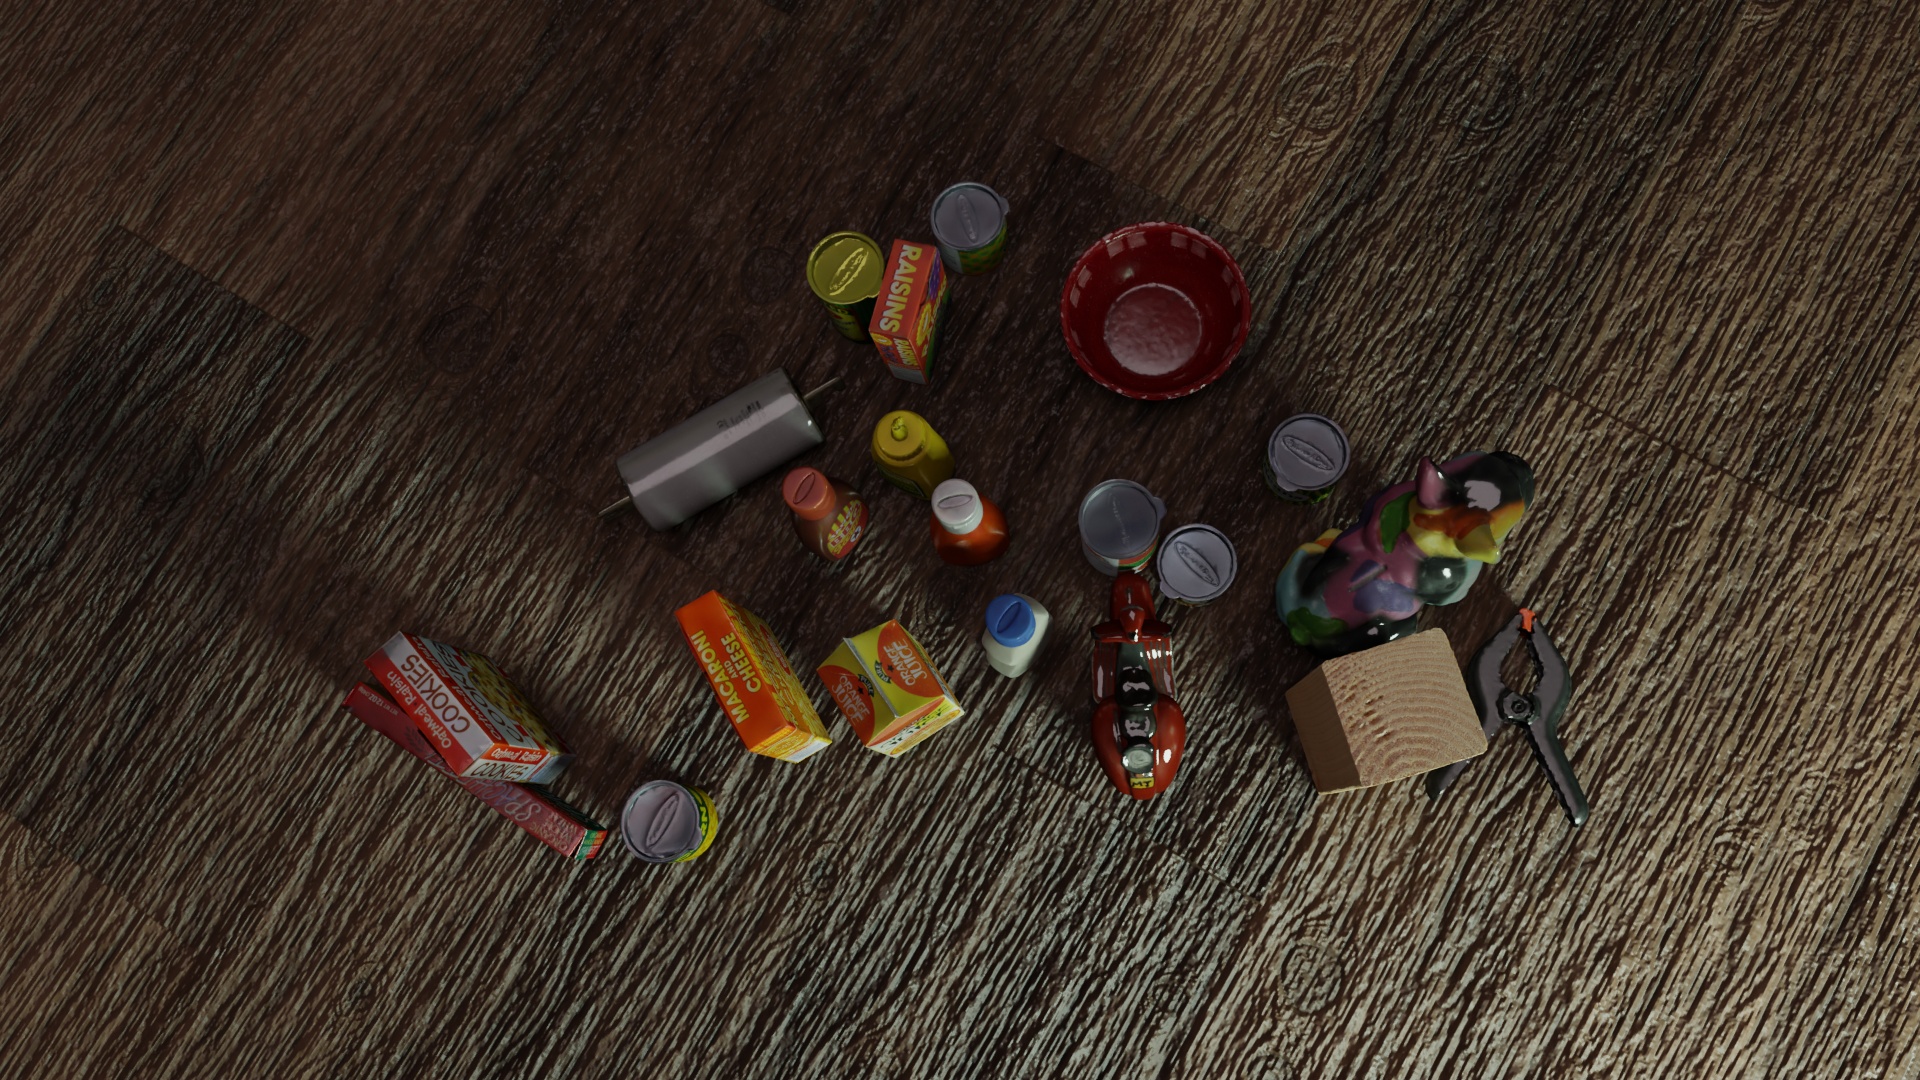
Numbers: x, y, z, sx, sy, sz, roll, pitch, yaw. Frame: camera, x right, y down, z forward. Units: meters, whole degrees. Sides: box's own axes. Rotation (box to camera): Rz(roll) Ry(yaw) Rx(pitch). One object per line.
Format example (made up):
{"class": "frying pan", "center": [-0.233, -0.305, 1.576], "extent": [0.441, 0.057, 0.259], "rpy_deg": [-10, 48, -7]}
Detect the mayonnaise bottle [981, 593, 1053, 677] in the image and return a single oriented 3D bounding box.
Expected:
{"class": "mayonnaise bottle", "center": [0.044, 0.072, 1.109], "extent": [0.041, 0.148, 0.065], "rpy_deg": [35, 84, 12]}

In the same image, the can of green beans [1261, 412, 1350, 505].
{"class": "can of green beans", "center": [0.287, -0.067, 1.160], "extent": [0.071, 0.057, 0.071], "rpy_deg": [-1, 78, 6]}

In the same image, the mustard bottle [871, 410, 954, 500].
{"class": "mustard bottle", "center": [-0.044, -0.075, 1.145], "extent": [0.065, 0.160, 0.049], "rpy_deg": [27, 82, 11]}

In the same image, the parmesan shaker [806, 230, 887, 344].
{"class": "parmesan shaker", "center": [-0.089, -0.216, 1.211], "extent": [0.071, 0.103, 0.071], "rpy_deg": [-1, 78, 6]}

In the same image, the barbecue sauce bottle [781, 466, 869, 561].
{"class": "barbecue sauce bottle", "center": [-0.114, -0.026, 1.148], "extent": [0.044, 0.148, 0.065], "rpy_deg": [30, 83, 12]}

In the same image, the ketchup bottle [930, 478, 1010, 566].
{"class": "ketchup bottle", "center": [0.004, -0.014, 1.132], "extent": [0.065, 0.148, 0.043], "rpy_deg": [-13, 77, 4]}

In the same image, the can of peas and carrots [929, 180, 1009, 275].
{"class": "can of peas and carrots", "center": [0.011, -0.278, 1.237], "extent": [0.071, 0.058, 0.071], "rpy_deg": [-1, 78, 6]}

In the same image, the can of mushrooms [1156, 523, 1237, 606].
{"class": "can of mushrooms", "center": [0.195, 0.023, 1.162], "extent": [0.071, 0.033, 0.071], "rpy_deg": [-1, 77, 6]}

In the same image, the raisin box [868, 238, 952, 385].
{"class": "raisin box", "center": [-0.041, -0.193, 1.190], "extent": [0.040, 0.123, 0.086], "rpy_deg": [14, 80, 9]}

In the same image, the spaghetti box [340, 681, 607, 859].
{"class": "spaghetti box", "center": [-0.413, 0.195, 1.181], "extent": [0.250, 0.050, 0.029], "rpy_deg": [29, 83, 12]}

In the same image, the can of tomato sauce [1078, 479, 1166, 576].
{"class": "can of tomato sauce", "center": [0.134, -0.010, 1.151], "extent": [0.071, 0.083, 0.071], "rpy_deg": [-1, 78, 6]}

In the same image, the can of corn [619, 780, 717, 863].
{"class": "can of corn", "center": [-0.238, 0.234, 1.149], "extent": [0.071, 0.058, 0.071], "rpy_deg": [-1, 78, 6]}

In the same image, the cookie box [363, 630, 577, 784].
{"class": "cookie box", "center": [-0.395, 0.140, 1.131], "extent": [0.040, 0.167, 0.123], "rpy_deg": [-44, 77, -4]}

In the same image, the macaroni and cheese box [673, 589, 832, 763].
{"class": "macaroni and cheese box", "center": [-0.163, 0.113, 1.113], "extent": [0.040, 0.166, 0.124], "rpy_deg": [-31, 76, -1]}

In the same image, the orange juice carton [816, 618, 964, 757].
{"class": "orange juice carton", "center": [-0.054, 0.117, 1.086], "extent": [0.073, 0.192, 0.072], "rpy_deg": [-34, 76, -1]}
